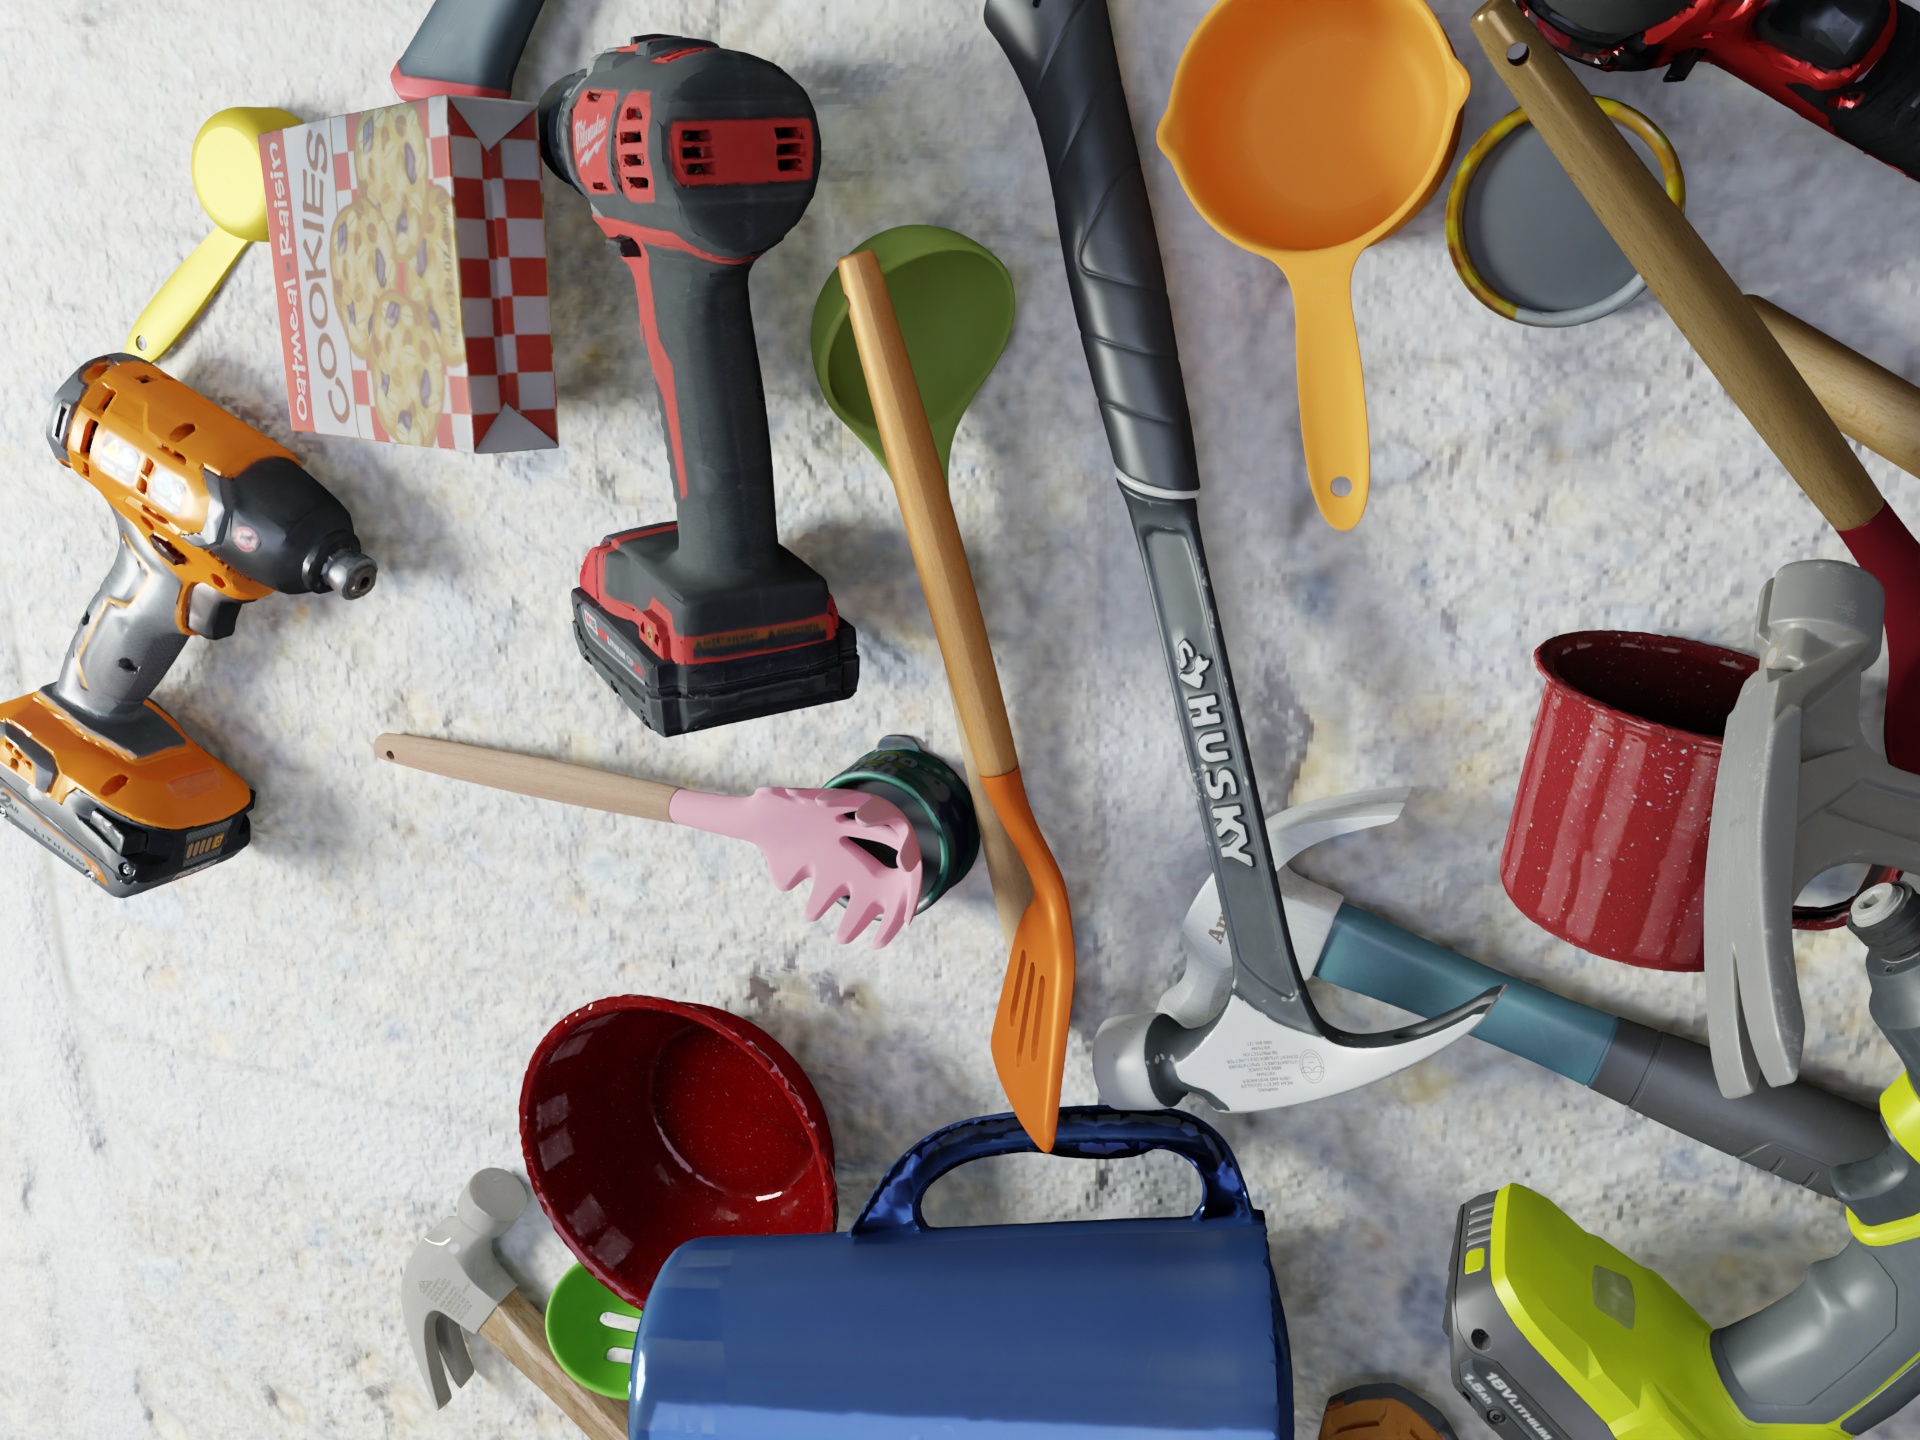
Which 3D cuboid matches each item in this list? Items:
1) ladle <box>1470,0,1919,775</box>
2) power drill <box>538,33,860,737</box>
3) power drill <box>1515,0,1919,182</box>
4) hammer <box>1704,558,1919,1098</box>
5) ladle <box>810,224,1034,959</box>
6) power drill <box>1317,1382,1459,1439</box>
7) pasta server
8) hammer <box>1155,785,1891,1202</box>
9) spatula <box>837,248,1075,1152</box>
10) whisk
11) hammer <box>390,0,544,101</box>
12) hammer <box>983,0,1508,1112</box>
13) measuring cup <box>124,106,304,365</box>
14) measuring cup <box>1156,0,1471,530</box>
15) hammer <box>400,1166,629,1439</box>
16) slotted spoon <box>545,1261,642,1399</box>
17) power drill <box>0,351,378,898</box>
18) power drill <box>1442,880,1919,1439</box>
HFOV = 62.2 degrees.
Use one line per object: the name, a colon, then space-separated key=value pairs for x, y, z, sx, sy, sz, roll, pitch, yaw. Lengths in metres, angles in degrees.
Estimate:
ladle: x=0.243 y=-0.077 z=0.457 sx=0.069 sy=0.031 sz=0.315 roll=-36 pitch=105 yaw=28
power drill: x=-0.106 y=-0.127 z=0.580 sx=0.188 sy=0.080 sz=0.226 roll=35 pitch=132 yaw=54
power drill: x=0.244 y=-0.166 z=0.408 sx=0.220 sy=0.143 sz=0.078 roll=33 pitch=112 yaw=9
hammer: x=0.376 y=0.073 z=0.414 sx=0.359 sy=0.036 sz=0.149 roll=17 pitch=68 yaw=1
ladle: x=0.007 y=-0.022 z=0.601 sx=0.062 sy=0.078 sz=0.320 roll=19 pitch=124 yaw=61
power drill: x=0.184 y=0.389 z=0.574 sx=0.084 sy=0.185 sz=0.226 roll=-25 pitch=97 yaw=26
pasta server: x=-0.143 y=0.035 z=0.665 sx=0.316 sy=0.040 sz=0.060 roll=9 pitch=116 yaw=31
hammer: x=0.237 y=0.122 z=0.556 sx=0.331 sy=0.033 sz=0.128 roll=22 pitch=113 yaw=16
spatula: x=-0.001 y=-0.002 z=0.565 sx=0.041 sy=0.081 sz=0.322 roll=-19 pitch=108 yaw=-9
whisk: x=0.331 y=-0.056 z=0.458 sx=0.245 sy=0.047 sz=0.051 roll=37 pitch=84 yaw=14
hammer: x=-0.102 y=-0.380 z=0.552 sx=0.143 sy=0.038 sz=0.386 roll=49 pitch=117 yaw=5
hammer: x=0.076 y=-0.063 z=0.546 sx=0.149 sy=0.036 sz=0.409 roll=-10 pitch=95 yaw=33
measuring cup: x=-0.340 y=-0.208 z=0.707 sx=0.156 sy=0.029 sz=0.062 roll=-37 pitch=89 yaw=26
measuring cup: x=0.121 y=-0.151 z=0.516 sx=0.095 sy=0.052 sz=0.173 roll=-2 pitch=106 yaw=24
hammer: x=-0.152 y=0.376 z=0.797 sx=0.331 sy=0.031 sz=0.130 roll=41 pitch=116 yaw=7
slotted spoon: x=-0.044 y=0.296 z=0.724 sx=0.314 sy=0.070 sz=0.031 roll=5 pitch=149 yaw=18
power drill: x=-0.363 y=-0.034 z=0.743 sx=0.164 sy=0.084 sz=0.226 roll=31 pitch=111 yaw=12
power drill: x=0.269 y=0.163 z=0.494 sx=0.171 sy=0.080 sz=0.223 roll=45 pitch=118 yaw=0
